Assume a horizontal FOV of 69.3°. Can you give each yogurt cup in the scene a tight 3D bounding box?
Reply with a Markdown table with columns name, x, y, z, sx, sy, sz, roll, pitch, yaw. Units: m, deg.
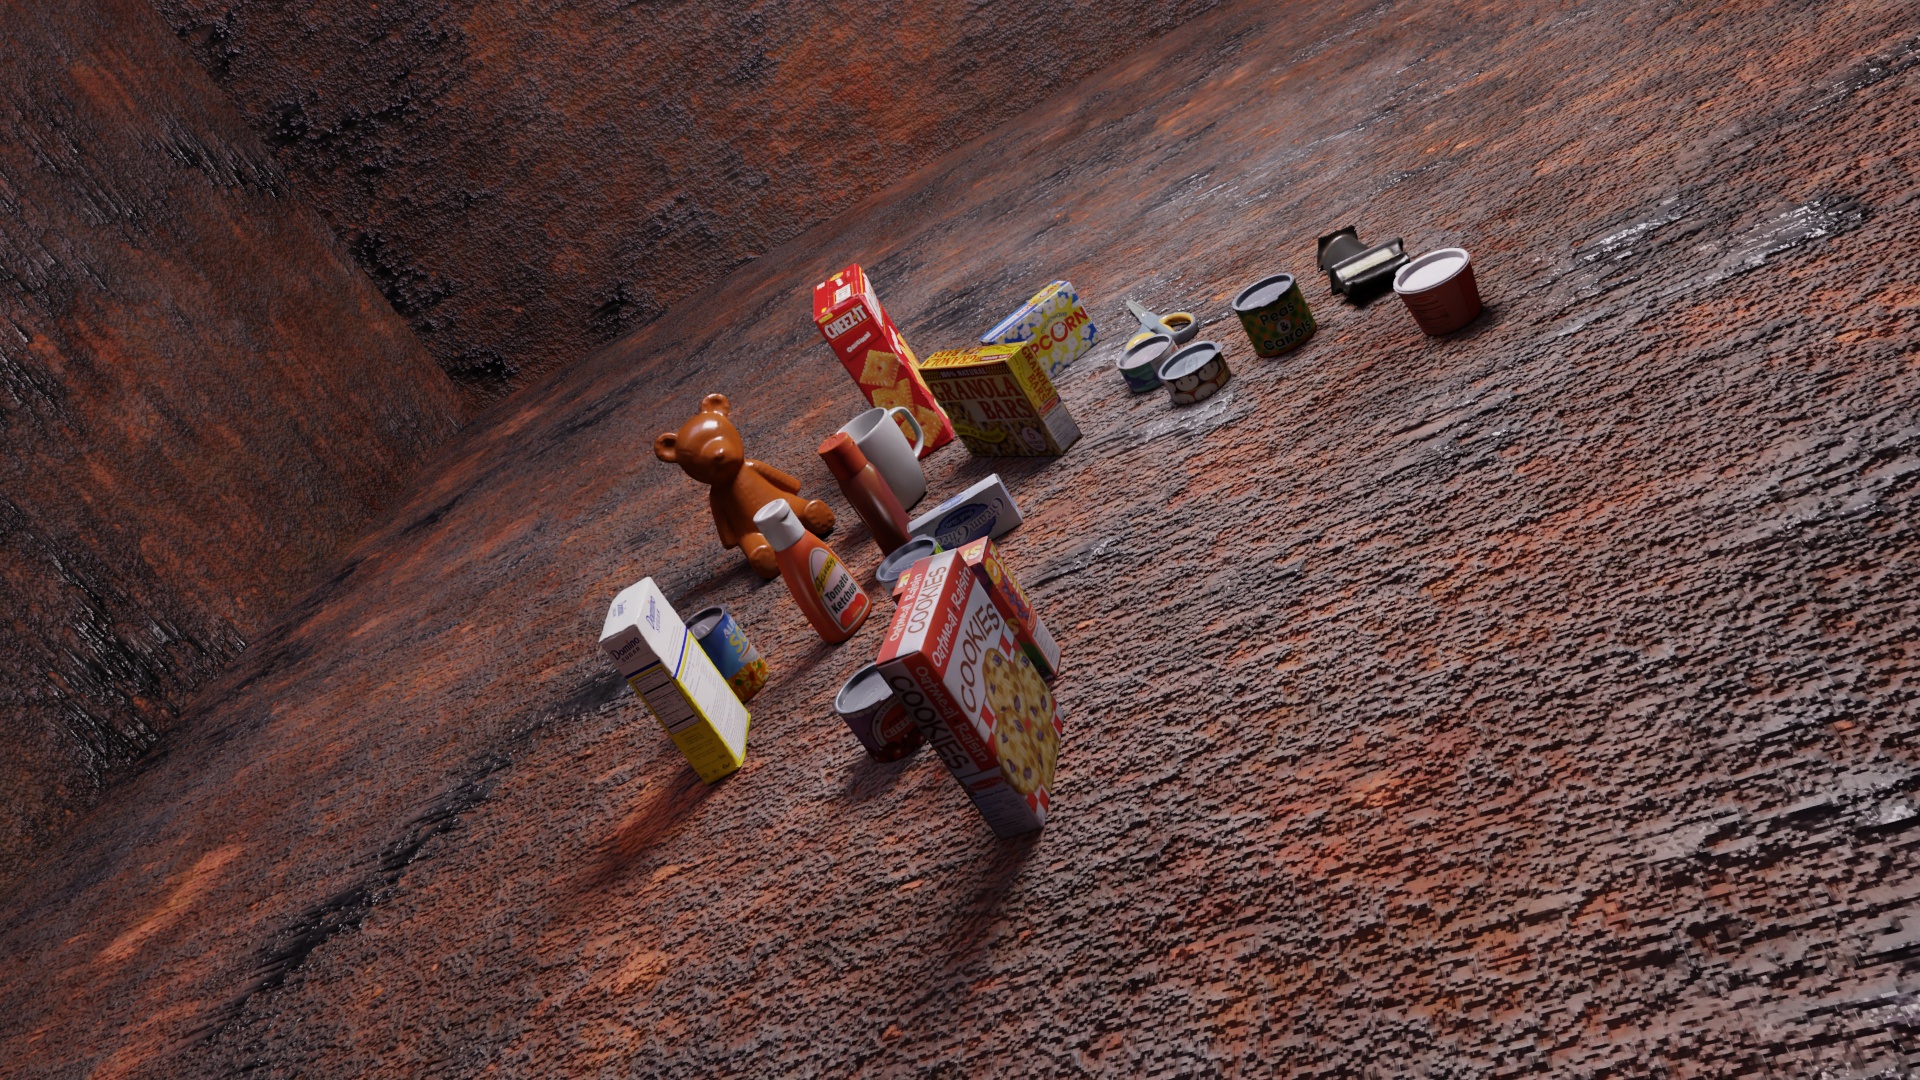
| name | x | y | z | sx | sy | sz | roll | pitch | yaw |
| --- | --- | --- | --- | --- | --- | --- | --- | --- | --- |
| yogurt cup | 0.427 | -0.219 | 1.233 | 0.072 | 0.053 | 0.073 | -27 | 24 | 13 |

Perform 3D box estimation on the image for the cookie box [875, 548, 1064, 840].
| name | x | y | z | sx | sy | sz | roll | pitch | yaw |
| --- | --- | --- | --- | --- | --- | --- | --- | --- | --- |
| cookie box | 0.011 | 0.107 | 0.979 | 0.040 | 0.167 | 0.123 | -22 | 25 | 24 |

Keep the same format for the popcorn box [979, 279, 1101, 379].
| name | x | y | z | sx | sy | sz | roll | pitch | yaw |
| --- | --- | --- | --- | --- | --- | --- | --- | --- | --- |
| popcorn box | 0.096 | -0.240 | 1.658 | 0.127 | 0.085 | 0.038 | -39 | 23 | -13 |

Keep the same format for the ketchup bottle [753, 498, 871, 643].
| name | x | y | z | sx | sy | sz | roll | pitch | yaw |
| --- | --- | --- | --- | --- | --- | --- | --- | --- | --- |
| ketchup bottle | -0.148 | 0.028 | 1.360 | 0.043 | 0.148 | 0.065 | -11 | 31 | 42 |

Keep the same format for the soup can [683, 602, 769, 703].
| name | x | y | z | sx | sy | sz | roll | pitch | yaw |
| --- | --- | --- | --- | --- | --- | --- | --- | --- | --- |
| soup can | -0.237 | 0.115 | 1.385 | 0.071 | 0.083 | 0.071 | -27 | 24 | 13 |

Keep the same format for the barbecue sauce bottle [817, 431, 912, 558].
| name | x | y | z | sx | sy | sz | roll | pitch | yaw |
| --- | --- | --- | --- | --- | --- | --- | --- | --- | --- |
| barbecue sauce bottle | -0.092 | -0.043 | 1.428 | 0.043 | 0.148 | 0.065 | -30 | 23 | 7 |

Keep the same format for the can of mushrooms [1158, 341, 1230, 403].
| name | x | y | z | sx | sy | sz | roll | pitch | yaw |
| --- | --- | --- | --- | --- | --- | --- | --- | --- | --- |
| can of mushrooms | 0.239 | -0.171 | 1.404 | 0.071 | 0.033 | 0.071 | -27 | 24 | 13 |

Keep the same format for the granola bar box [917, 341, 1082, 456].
| name | x | y | z | sx | sy | sz | roll | pitch | yaw |
| --- | --- | --- | --- | --- | --- | --- | --- | --- | --- |
| granola bar box | 0.040 | -0.150 | 1.501 | 0.039 | 0.124 | 0.165 | -45 | 26 | -25 |

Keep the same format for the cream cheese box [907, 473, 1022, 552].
| name | x | y | z | sx | sy | sz | roll | pitch | yaw |
| --- | --- | --- | --- | --- | --- | --- | --- | --- | --- |
| cream cheese box | 0.005 | -0.017 | 1.375 | 0.104 | 0.053 | 0.024 | -30 | 23 | 7 |

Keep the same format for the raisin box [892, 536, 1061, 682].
| name | x | y | z | sx | sy | sz | roll | pitch | yaw |
| --- | --- | --- | --- | --- | --- | --- | --- | --- | --- |
| raisin box | 0.014 | 0.067 | 1.109 | 0.086 | 0.123 | 0.040 | -22 | 25 | 24 |

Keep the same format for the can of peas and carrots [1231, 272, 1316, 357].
| name | x | y | z | sx | sy | sz | roll | pitch | yaw |
| --- | --- | --- | --- | --- | --- | --- | --- | --- | --- |
| can of peas and carrots | 0.313 | -0.223 | 1.381 | 0.071 | 0.058 | 0.071 | -27 | 24 | 13 |

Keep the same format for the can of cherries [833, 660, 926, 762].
| name | x | y | z | sx | sy | sz | roll | pitch | yaw |
| --- | --- | --- | --- | --- | --- | --- | --- | --- | --- |
| can of cherries | -0.060 | 0.140 | 1.142 | 0.071 | 0.058 | 0.072 | -27 | 24 | 13 |

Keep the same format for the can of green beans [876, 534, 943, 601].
| name | x | y | z | sx | sy | sz | roll | pitch | yaw |
| --- | --- | --- | --- | --- | --- | --- | --- | --- | --- |
| can of green beans | -0.037 | 0.039 | 1.311 | 0.071 | 0.057 | 0.071 | -27 | 24 | 13 |

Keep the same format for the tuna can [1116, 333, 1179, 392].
| name | x | y | z | sx | sy | sz | roll | pitch | yaw |
| --- | --- | --- | --- | --- | --- | --- | --- | --- | --- |
| tuna can | 0.202 | -0.190 | 1.490 | 0.071 | 0.032 | 0.071 | -27 | 24 | 13 |

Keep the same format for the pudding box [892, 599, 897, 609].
| name | x | y | z | sx | sy | sz | roll | pitch | yaw |
| --- | --- | --- | --- | --- | --- | --- | --- | --- | --- |
| pudding box | -0.015 | 0.053 | 1.266 | 0.084 | 0.049 | 0.030 | -33 | 23 | 0 |
